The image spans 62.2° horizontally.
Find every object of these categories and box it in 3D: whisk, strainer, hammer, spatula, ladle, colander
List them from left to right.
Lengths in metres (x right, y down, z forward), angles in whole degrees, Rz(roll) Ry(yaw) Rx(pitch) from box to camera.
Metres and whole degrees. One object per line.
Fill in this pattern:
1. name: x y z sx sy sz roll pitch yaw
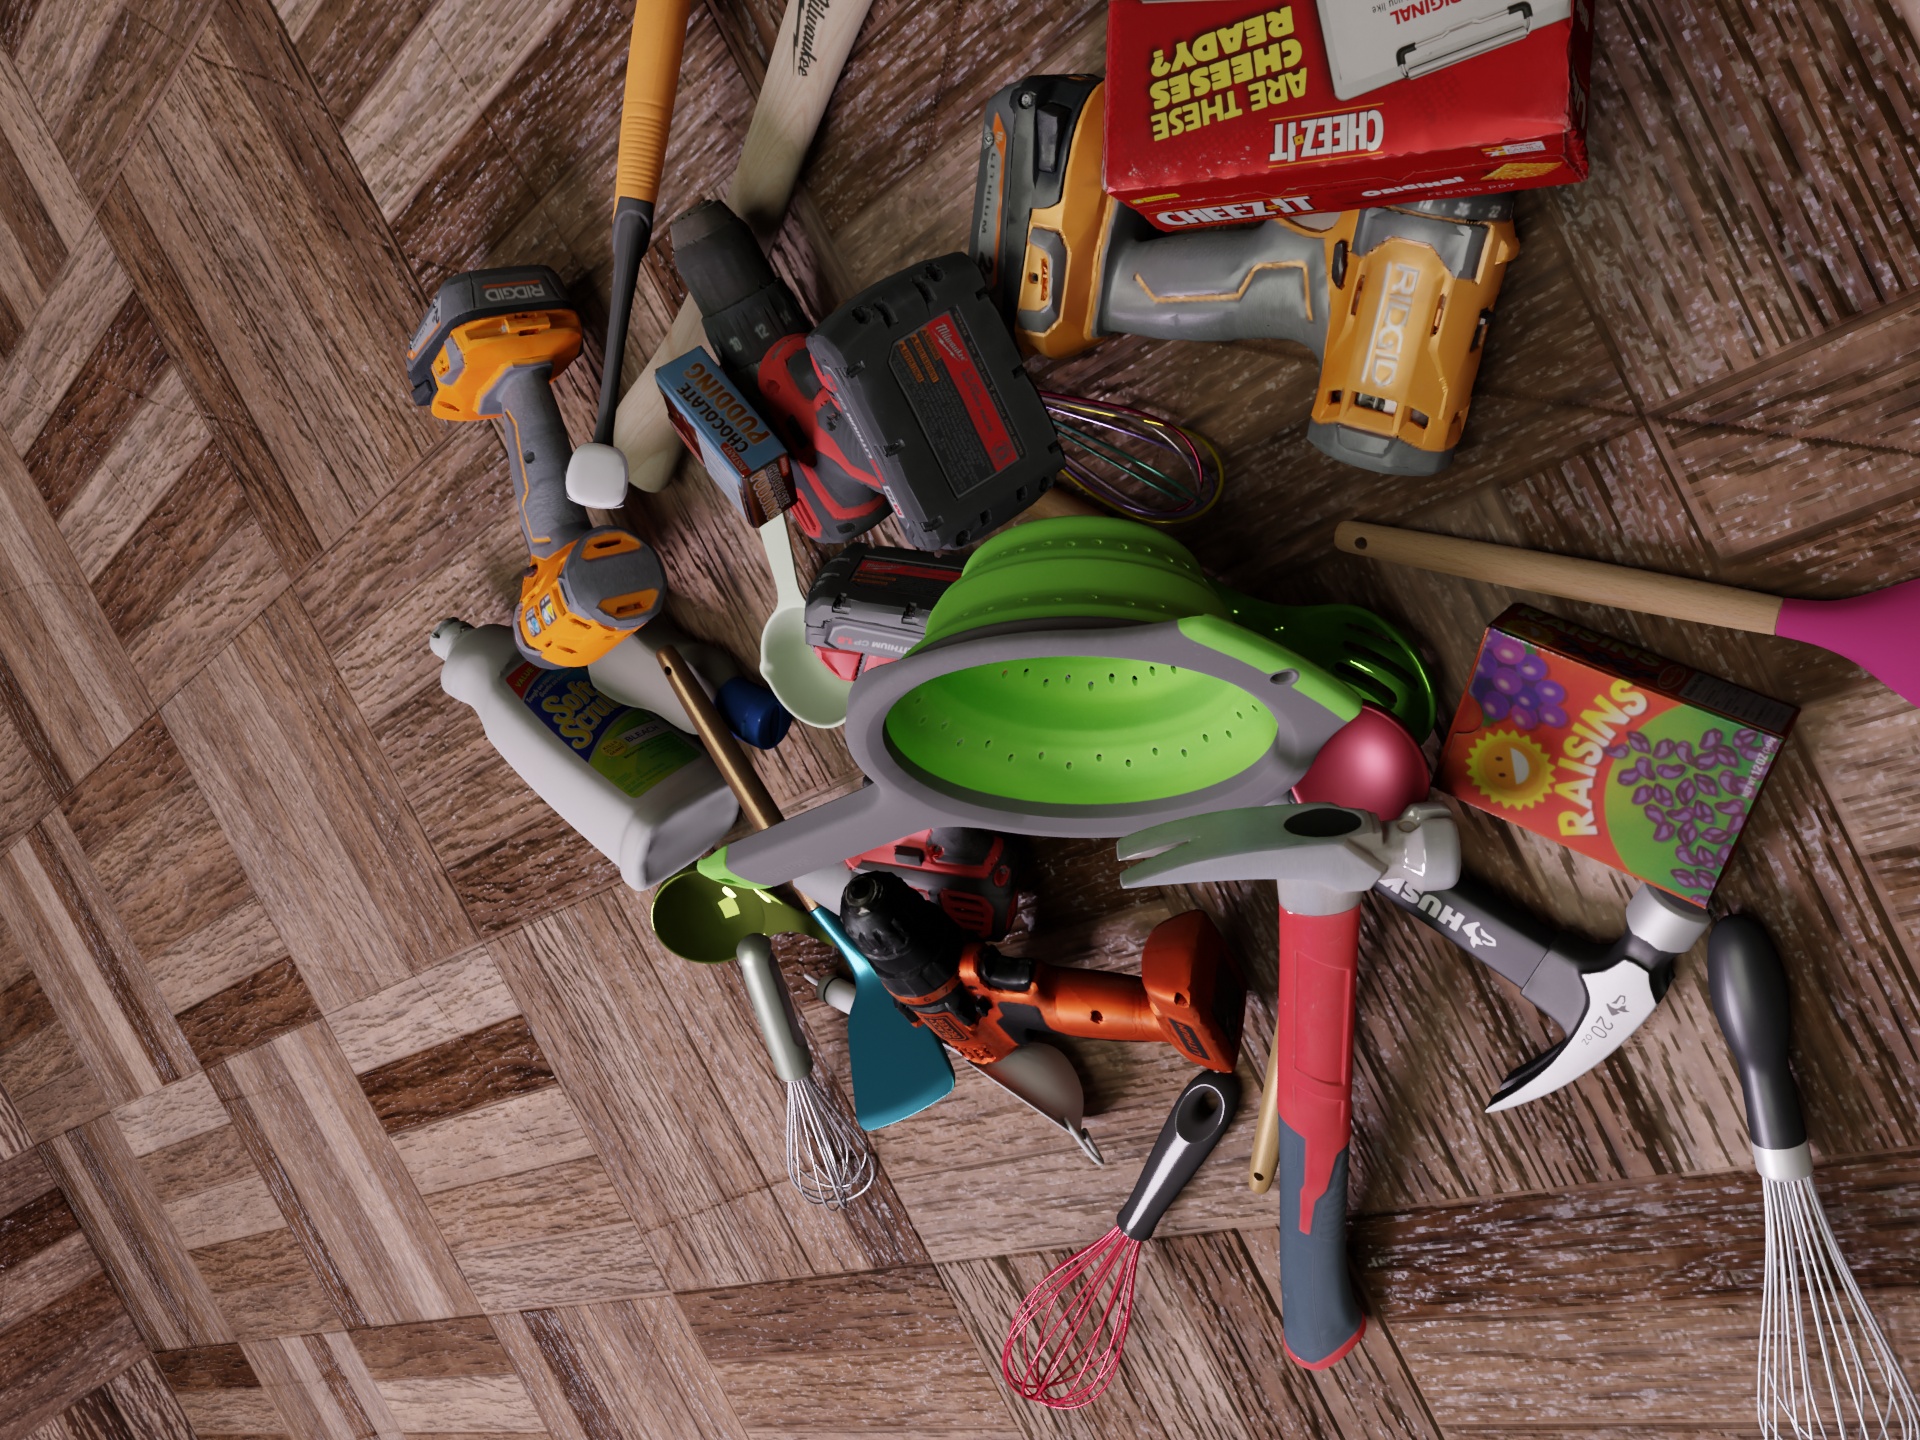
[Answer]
1. hammer: -0.167 -0.279 0.828 0.127 0.034 0.337 -144 63 -73
2. hammer: -0.101 -0.275 0.845 0.146 0.038 0.410 44 131 12
3. spatula: -0.103 0.093 0.960 0.082 0.044 0.317 -33 88 33
4. whisk: -0.106 0.236 1.053 0.059 0.058 0.246 -11 122 3
5. ladle: -0.062 0.149 1.000 0.320 0.062 0.078 12 124 31
6. strainer: -0.007 0.201 0.989 0.259 0.050 0.086 18 164 38
7. colander: -0.001 -0.002 0.763 0.397 0.204 0.095 -23 54 43
8. whisk: 0.029 -0.161 0.798 0.245 0.051 0.047 33 107 28
9. whisk: 0.097 0.315 0.951 0.073 0.073 0.295 35 121 21
10. hammer: 0.159 0.198 0.785 0.143 0.038 0.386 -5 126 5
11. ladle: 0.170 0.119 0.771 0.069 0.031 0.315 22 127 26
12. hammer: 0.175 0.054 0.779 0.335 0.035 0.146 34 127 22
13. whisk: 0.364 0.219 0.694 0.070 0.070 0.284 -9 100 41

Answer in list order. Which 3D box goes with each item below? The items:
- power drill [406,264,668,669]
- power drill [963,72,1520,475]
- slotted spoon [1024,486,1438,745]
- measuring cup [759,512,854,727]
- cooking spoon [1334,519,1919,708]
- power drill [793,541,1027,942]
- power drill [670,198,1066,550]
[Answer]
1. power drill: -0.264 -0.142 0.977 0.164 0.084 0.226 -24 85 55
2. power drill: 0.121 -0.219 0.668 0.226 0.084 0.185 22 120 25
3. slotted spoon: 0.099 -0.078 0.784 0.314 0.031 0.070 32 142 26
4. measuring cup: -0.088 -0.080 0.925 0.083 0.038 0.167 -4 106 40
5. cooking spoon: 0.302 -0.047 0.641 0.319 0.017 0.068 16 119 32
6. power drill: -0.032 0.021 0.876 0.143 0.079 0.219 8 120 8
7. power drill: -0.060 -0.171 0.770 0.187 0.080 0.227 62 162 -21
